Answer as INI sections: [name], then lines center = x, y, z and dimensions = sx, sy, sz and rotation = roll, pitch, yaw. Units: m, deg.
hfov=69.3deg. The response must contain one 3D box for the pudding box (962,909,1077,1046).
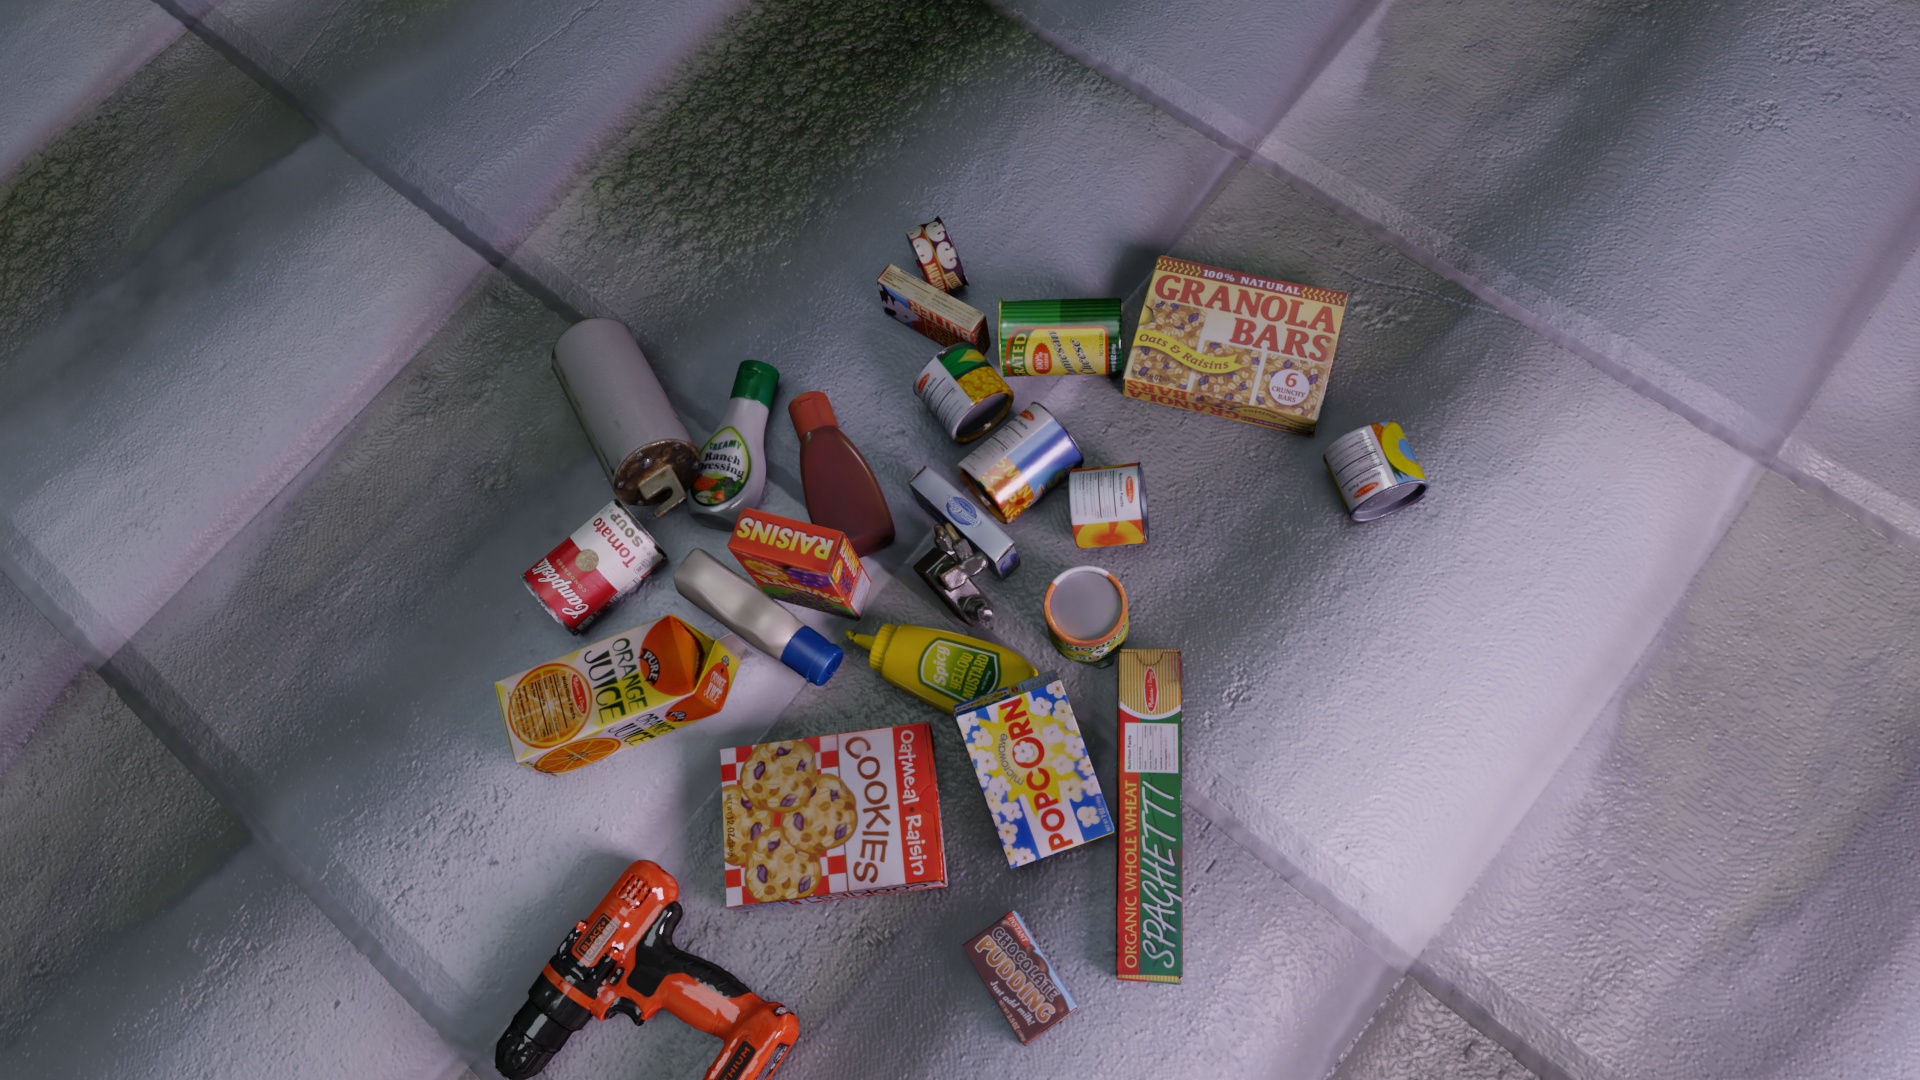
[pudding box]
center = 0.044, 0.322, 1.023
dimensions = 0.050, 0.030, 0.084
rotation = -32, 69, -6

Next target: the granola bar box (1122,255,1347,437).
[granola bar box]
center = 0.233, -0.166, 1.179
dimensions = 0.166, 0.039, 0.124
rotation = 14, 72, 12

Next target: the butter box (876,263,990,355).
[butter box]
center = -0.024, -0.199, 1.217
dimensions = 0.103, 0.053, 0.024
rotation = 31, 74, 16

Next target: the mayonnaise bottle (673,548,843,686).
[mayonnaise bottle]
center = -0.164, 0.064, 1.132
dimensions = 0.148, 0.064, 0.041
rotation = 33, 74, 13

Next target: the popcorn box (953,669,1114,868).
[popcorn box]
center = 0.055, 0.172, 1.048
dimensions = 0.085, 0.038, 0.126
rotation = -20, 95, 0

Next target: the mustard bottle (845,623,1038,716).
[mustard bottle]
center = -0.021, 0.101, 1.105
dimensions = 0.160, 0.048, 0.065
rotation = 18, 74, 13

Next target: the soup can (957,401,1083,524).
[soup can]
center = 0.051, -0.061, 1.150
dimensions = 0.084, 0.071, 0.071
rotation = -40, 70, -7

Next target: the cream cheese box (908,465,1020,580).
[cream cheese box]
center = 0.004, -0.014, 1.143
dimensions = 0.024, 0.053, 0.104
rotation = -45, 71, -7

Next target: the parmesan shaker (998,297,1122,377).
[parmesan shaker]
center = 0.086, -0.175, 1.184
dimensions = 0.103, 0.071, 0.071
rotation = -1, 70, 7

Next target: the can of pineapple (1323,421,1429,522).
[can of pineapple]
center = 0.333, -0.055, 1.112
dimensions = 0.071, 0.070, 0.058
rotation = -19, 69, 0

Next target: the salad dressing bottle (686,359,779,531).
[salad dressing bottle]
center = -0.192, -0.083, 1.199
dimensions = 0.064, 0.044, 0.148
rotation = 7, 70, 17

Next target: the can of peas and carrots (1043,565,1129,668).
[can of peas and carrots]
center = 0.101, 0.061, 1.099
dimensions = 0.071, 0.058, 0.071
rotation = -3, 69, 7

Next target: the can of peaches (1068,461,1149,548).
[can of peaches]
center = 0.121, -0.027, 1.126
dimensions = 0.058, 0.071, 0.071
rotation = -6, 69, 11

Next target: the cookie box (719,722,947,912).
[cookie box]
center = -0.099, 0.214, 1.076
dimensions = 0.167, 0.040, 0.123
rotation = -8, 69, 4

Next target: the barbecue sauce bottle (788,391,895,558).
[barbecue sauce bottle]
center = -0.107, -0.057, 1.179
dimensions = 0.065, 0.043, 0.149
rotation = -22, 68, -1

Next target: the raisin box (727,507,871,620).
[raisin box]
center = -0.126, 0.021, 1.109
dimensions = 0.086, 0.123, 0.040
rotation = 15, 72, 12

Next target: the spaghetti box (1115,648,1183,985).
[spaghetti box]
center = 0.143, 0.206, 1.055
dimensions = 0.050, 0.028, 0.251
rotation = 0, 69, 7

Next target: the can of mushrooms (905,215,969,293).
[can of mushrooms]
center = -0.020, -0.248, 1.227
dimensions = 0.033, 0.071, 0.071
rotation = -24, 69, -1

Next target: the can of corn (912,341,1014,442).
[can of corn]
center = 0.005, -0.126, 1.180
dimensions = 0.071, 0.071, 0.058
rotation = -35, 70, -6

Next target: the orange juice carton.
[orange juice carton]
center = -0.263, 0.118, 1.116
dimensions = 0.193, 0.071, 0.073
rotation = -22, 69, -1
